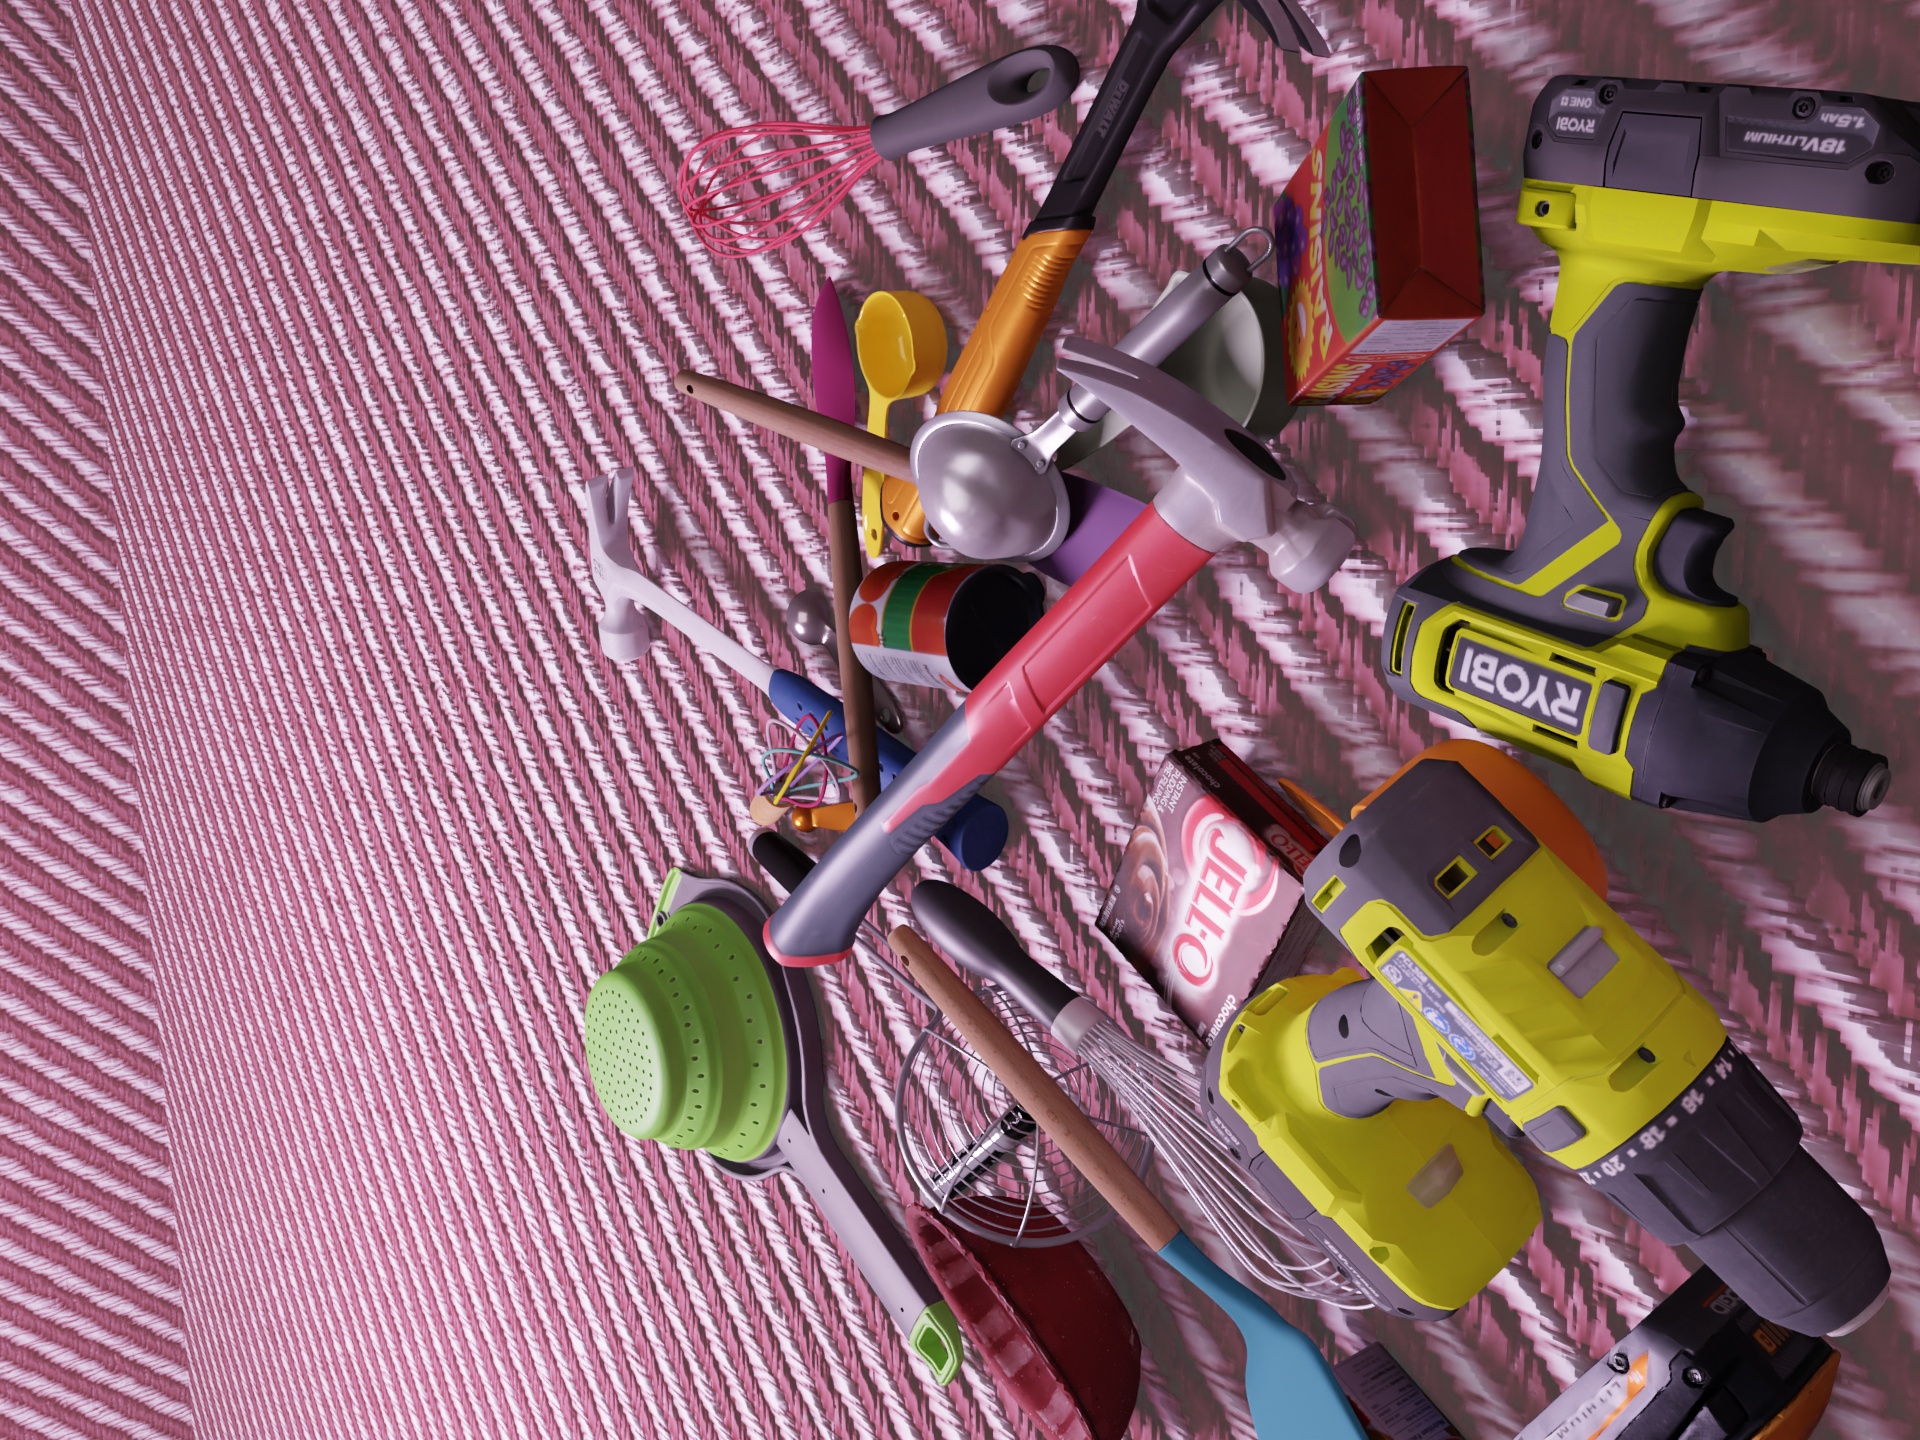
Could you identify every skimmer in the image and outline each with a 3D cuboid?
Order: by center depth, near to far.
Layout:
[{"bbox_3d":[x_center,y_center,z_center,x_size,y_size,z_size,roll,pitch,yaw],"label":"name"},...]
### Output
[{"bbox_3d":[-0.031,0.152,0.881,0.364,0.127,0.090,30,148,57],"label":"skimmer"}]

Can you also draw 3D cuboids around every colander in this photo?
[{"bbox_3d":[-0.139,0.260,1.006,0.398,0.094,0.204,47,129,36],"label":"colander"}]

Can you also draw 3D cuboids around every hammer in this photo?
[{"bbox_3d":[-0.001,-0.002,0.746,0.143,0.038,0.386,34,127,-12],"label":"hammer"},{"bbox_3d":[0.042,-0.209,0.758,0.127,0.034,0.336,52,133,24],"label":"hammer"},{"bbox_3d":[-0.117,-0.029,0.963,0.406,0.035,0.144,33,137,40],"label":"hammer"}]

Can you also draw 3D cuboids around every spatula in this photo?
[{"bbox_3d":[0.068,0.215,0.701,0.318,0.044,0.082,47,140,13],"label":"spatula"},{"bbox_3d":[-0.031,-0.131,0.816,0.316,0.018,0.059,25,131,28],"label":"spatula"}]

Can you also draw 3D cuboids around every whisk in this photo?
[{"bbox_3d":[0.077,0.159,0.720,0.285,0.070,0.070,37,123,29],"label":"whisk"},{"bbox_3d":[-0.053,-0.305,0.848,0.296,0.073,0.073,-1,95,44],"label":"whisk"},{"bbox_3d":[-0.096,0.034,0.902,0.245,0.051,0.047,140,132,-74],"label":"whisk"}]

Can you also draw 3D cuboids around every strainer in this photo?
[{"bbox_3d":[0.046,-0.133,0.703,0.087,0.050,0.258,43,137,-9],"label":"strainer"}]

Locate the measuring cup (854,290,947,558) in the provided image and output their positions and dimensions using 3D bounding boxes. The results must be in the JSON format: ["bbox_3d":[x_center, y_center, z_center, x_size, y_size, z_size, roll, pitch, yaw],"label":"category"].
[{"bbox_3d":[-0.034,-0.161,0.877,0.062,0.029,0.156,44,139,41],"label":"measuring cup"}]

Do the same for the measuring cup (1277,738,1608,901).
[{"bbox_3d":[0.181,0.038,0.621,0.095,0.052,0.174,51,178,-22],"label":"measuring cup"}]

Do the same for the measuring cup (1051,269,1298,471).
[{"bbox_3d":[0.092,-0.143,0.716,0.167,0.038,0.083,-21,81,57],"label":"measuring cup"}]

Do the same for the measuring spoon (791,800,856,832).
[{"bbox_3d":[-0.068,0.059,0.954,0.117,0.011,0.021,-4,93,50],"label":"measuring spoon"}]

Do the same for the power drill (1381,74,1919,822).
[{"bbox_3d":[0.238,-0.085,0.518,0.171,0.080,0.223,29,121,45],"label":"power drill"}]

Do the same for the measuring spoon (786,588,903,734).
[{"bbox_3d":[-0.071,-0.033,0.937,0.124,0.018,0.034,50,131,33],"label":"measuring spoon"}]

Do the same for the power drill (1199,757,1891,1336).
[{"bbox_3d":[0.178,0.133,0.540,0.191,0.080,0.228,47,157,16],"label":"power drill"}]

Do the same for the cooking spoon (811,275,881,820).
[{"bbox_3d":[-0.064,-0.095,0.877,0.068,0.017,0.319,138,128,-68],"label":"cooking spoon"}]

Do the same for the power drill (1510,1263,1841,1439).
[{"bbox_3d":[0.301,0.281,0.496,0.226,0.084,0.185,48,127,30],"label":"power drill"}]
